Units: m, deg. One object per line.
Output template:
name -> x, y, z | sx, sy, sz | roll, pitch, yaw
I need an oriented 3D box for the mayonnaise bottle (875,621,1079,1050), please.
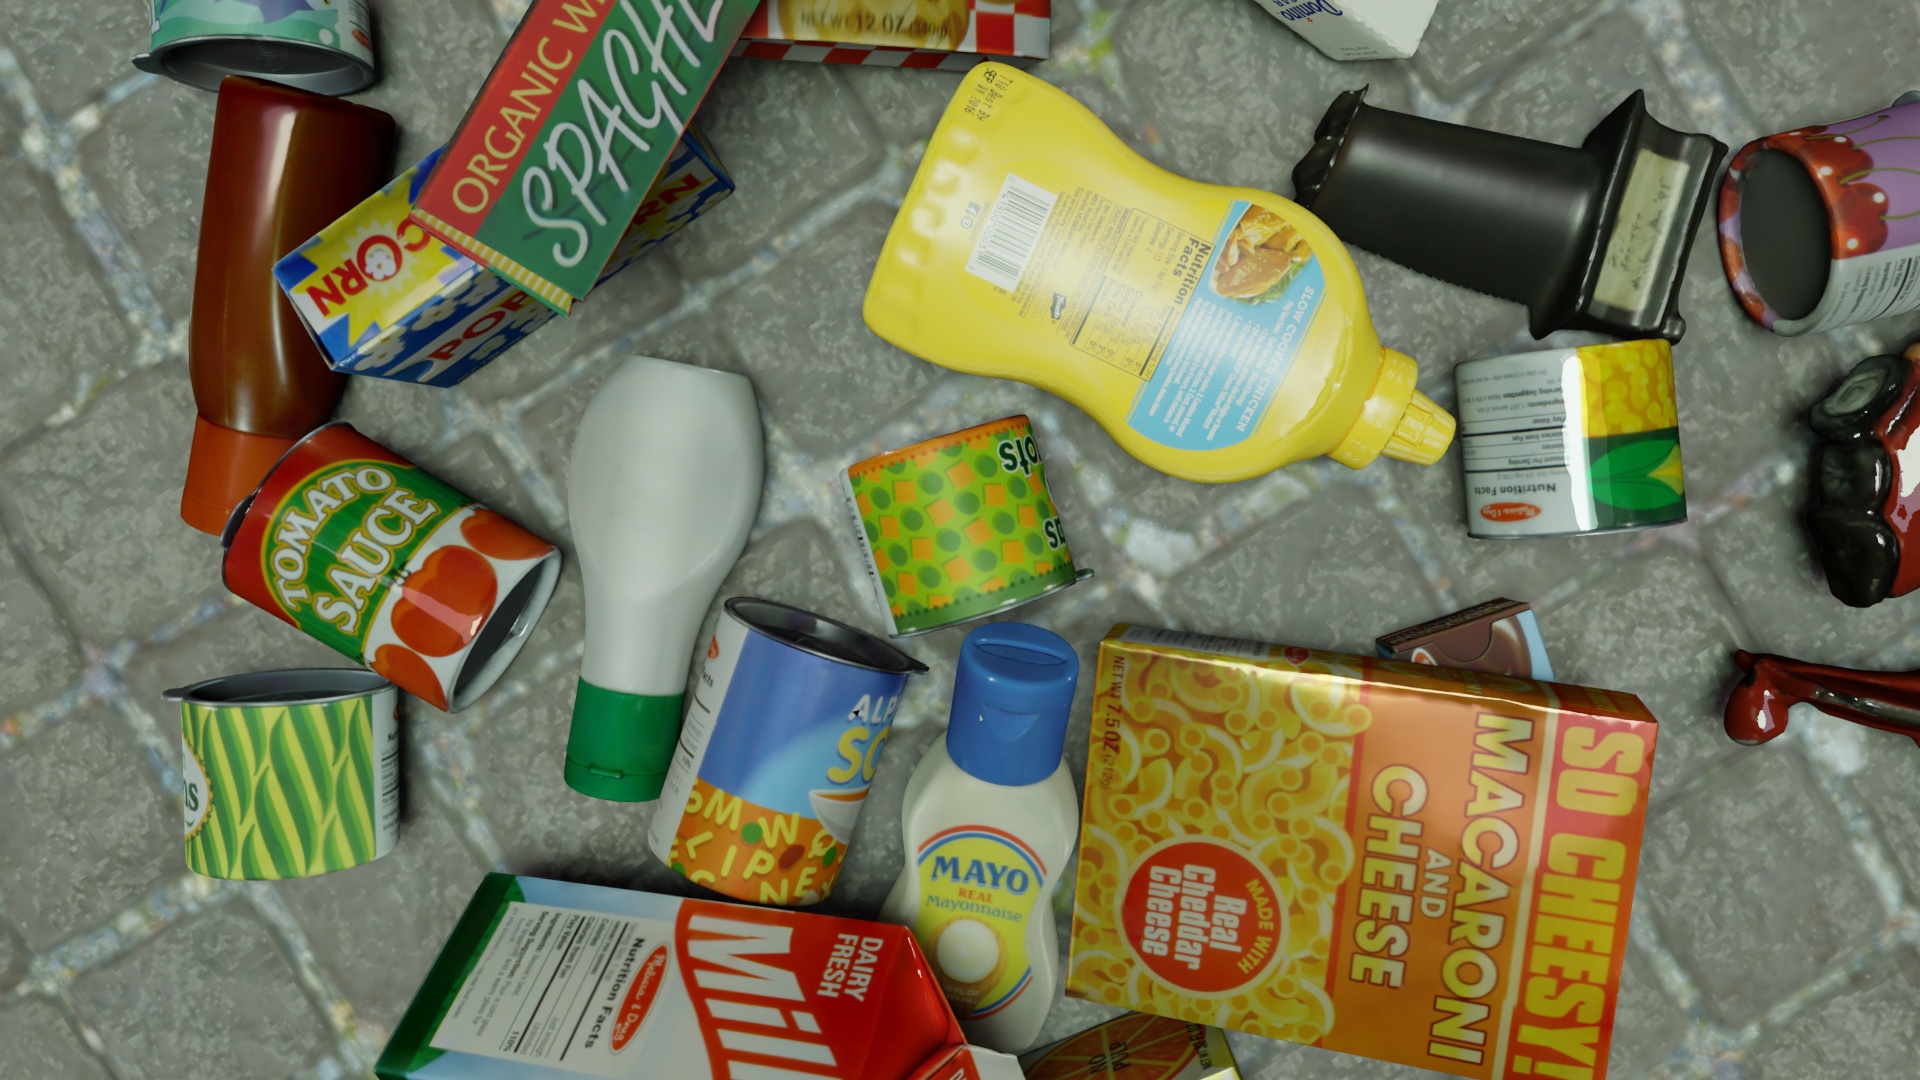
mayonnaise bottle -> 0.008, 0.097, 0.448 | 0.065, 0.041, 0.147 | 10, 118, 3

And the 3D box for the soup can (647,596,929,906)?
soup can -> -0.057, 0.070, 0.462 | 0.071, 0.071, 0.083 | 19, 94, 0

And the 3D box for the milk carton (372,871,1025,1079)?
milk carton -> -0.069, 0.162, 0.427 | 0.190, 0.074, 0.072 | 2, 132, 18

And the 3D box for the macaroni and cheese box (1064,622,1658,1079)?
macaroni and cheese box -> 0.124, 0.099, 0.450 | 0.166, 0.040, 0.123 | 7, 98, 14

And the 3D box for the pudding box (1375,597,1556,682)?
pudding box -> 0.180, 0.066, 0.474 | 0.049, 0.030, 0.083 | -19, 92, 4

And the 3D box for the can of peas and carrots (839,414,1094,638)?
can of peas and carrots -> 0.002, -0.006, 0.456 | 0.071, 0.071, 0.058 | -17, 92, 2

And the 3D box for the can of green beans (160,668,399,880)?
can of green beans -> -0.224, 0.076, 0.466 | 0.071, 0.071, 0.057 | 1, 94, 1

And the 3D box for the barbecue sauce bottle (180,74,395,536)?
barbecue sauce bottle -> -0.228, -0.075, 0.463 | 0.044, 0.065, 0.148 | 16, 102, 2

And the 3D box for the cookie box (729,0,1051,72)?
cookie box -> -0.035, -0.236, 0.430 | 0.123, 0.040, 0.167 | -4, 99, -23

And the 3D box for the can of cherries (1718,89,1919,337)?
can of cherries -> 0.288, -0.105, 0.446 | 0.058, 0.071, 0.071 | -13, 93, 2

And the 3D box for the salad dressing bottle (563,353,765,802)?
salad dressing bottle -> -0.106, 0.013, 0.472 | 0.064, 0.044, 0.147 | 11, 94, 0

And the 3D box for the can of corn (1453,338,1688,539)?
can of corn -> 0.199, -0.033, 0.452 | 0.071, 0.071, 0.058 | -6, 93, 2

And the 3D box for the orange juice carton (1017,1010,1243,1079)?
orange juice carton -> 0.010, 0.228, 0.465 | 0.193, 0.072, 0.073 | -22, 92, 2

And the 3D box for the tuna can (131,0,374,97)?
tuna can -> -0.230, -0.169, 0.453 | 0.071, 0.071, 0.033 | -3, 92, 2

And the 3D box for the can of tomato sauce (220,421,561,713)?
can of tomato sauce -> -0.186, 0.009, 0.460 | 0.083, 0.071, 0.071 | 30, 94, -1

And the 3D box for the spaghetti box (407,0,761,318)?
spaghetti box -> -0.068, -0.180, 0.383 | 0.050, 0.028, 0.250 | 31, 84, -23

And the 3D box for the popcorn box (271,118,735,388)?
popcorn box -> -0.140, -0.101, 0.445 | 0.126, 0.085, 0.038 | -34, 91, 3
